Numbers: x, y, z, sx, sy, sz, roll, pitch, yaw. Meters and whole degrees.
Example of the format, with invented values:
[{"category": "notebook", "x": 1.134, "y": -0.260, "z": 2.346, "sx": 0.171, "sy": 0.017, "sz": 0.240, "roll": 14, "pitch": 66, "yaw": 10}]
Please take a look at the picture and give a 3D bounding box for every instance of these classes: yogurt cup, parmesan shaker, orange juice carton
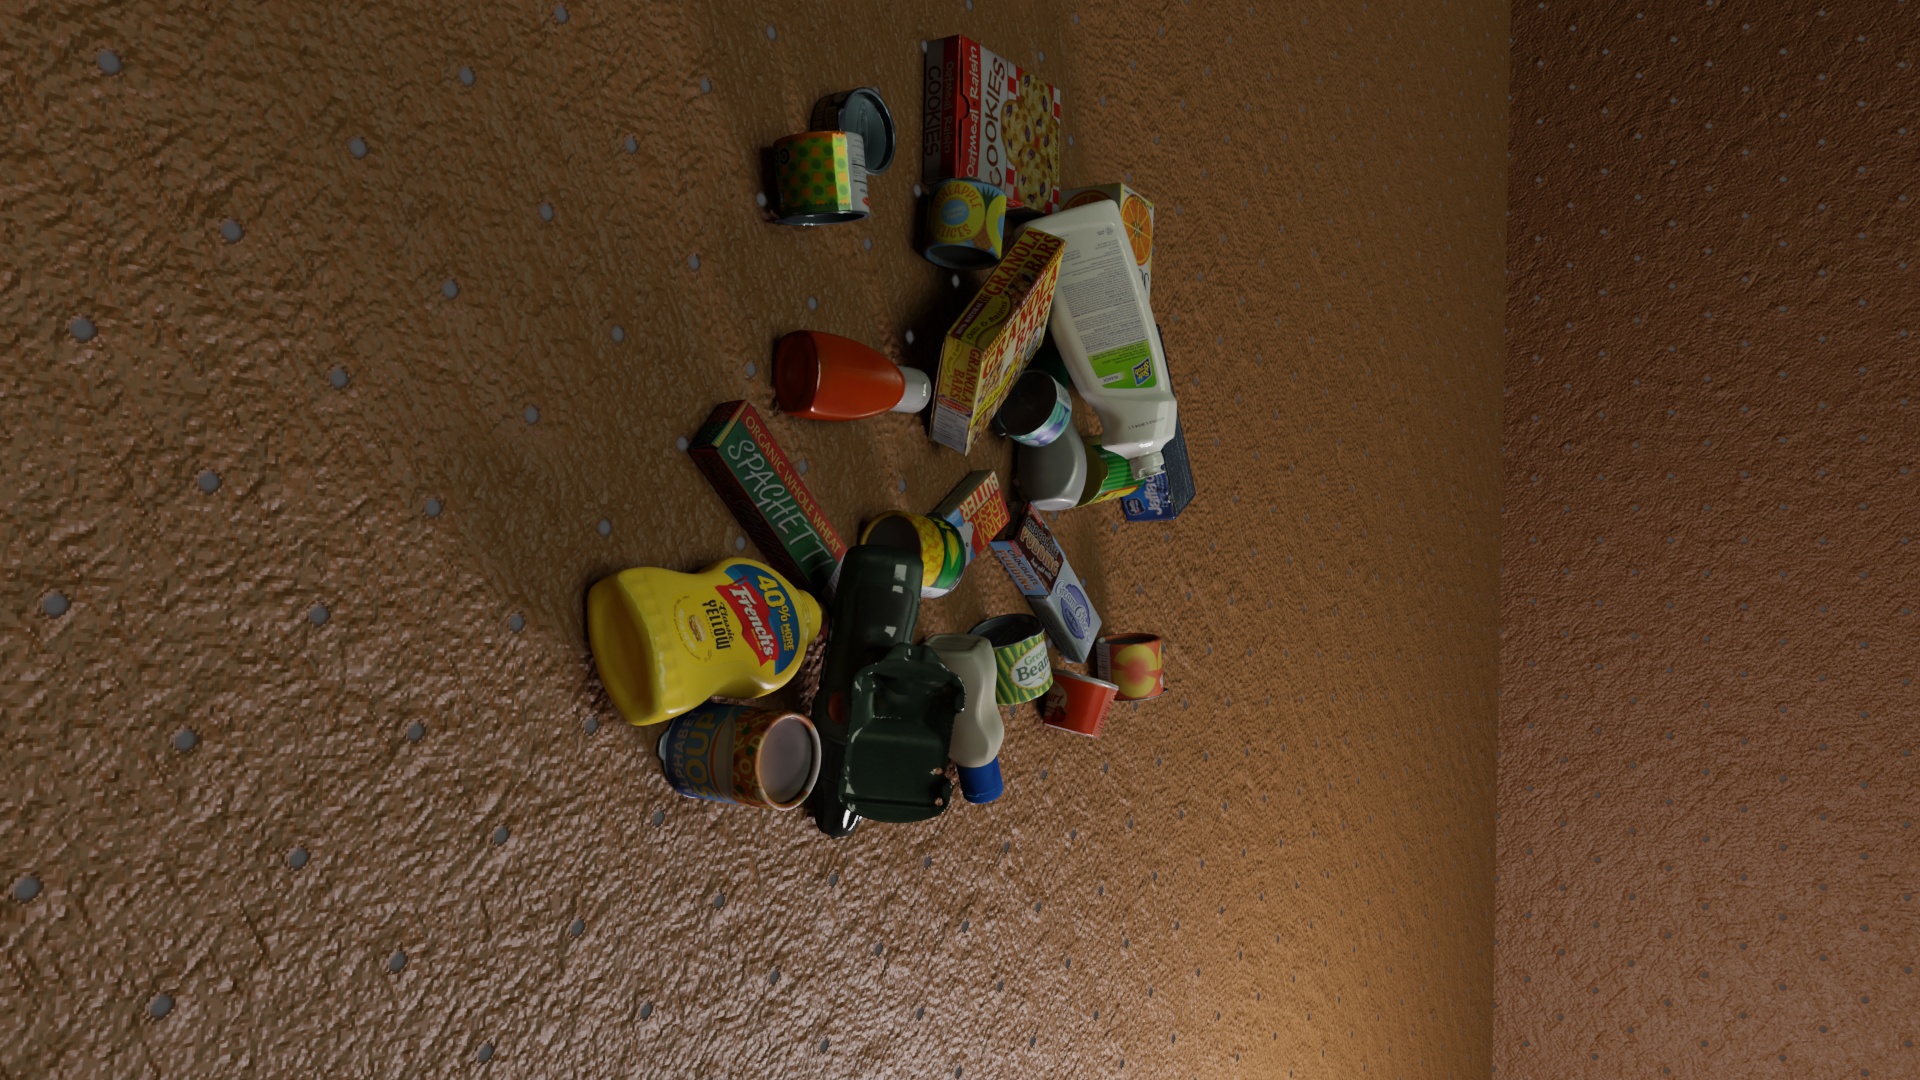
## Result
[{"category": "yogurt cup", "x": 0.112, "y": 0.156, "z": 1.324, "sx": 0.072, "sy": 0.072, "sz": 0.054, "roll": 25, "pitch": 78, "yaw": -53}, {"category": "parmesan shaker", "x": 0.136, "y": -0.070, "z": 1.353, "sx": 0.103, "sy": 0.071, "sz": 0.071, "roll": -13, "pitch": 100, "yaw": -55}, {"category": "orange juice carton", "x": 0.137, "y": -0.243, "z": 1.355, "sx": 0.072, "sy": 0.073, "sz": 0.192, "roll": 10, "pitch": 82, "yaw": -56}]

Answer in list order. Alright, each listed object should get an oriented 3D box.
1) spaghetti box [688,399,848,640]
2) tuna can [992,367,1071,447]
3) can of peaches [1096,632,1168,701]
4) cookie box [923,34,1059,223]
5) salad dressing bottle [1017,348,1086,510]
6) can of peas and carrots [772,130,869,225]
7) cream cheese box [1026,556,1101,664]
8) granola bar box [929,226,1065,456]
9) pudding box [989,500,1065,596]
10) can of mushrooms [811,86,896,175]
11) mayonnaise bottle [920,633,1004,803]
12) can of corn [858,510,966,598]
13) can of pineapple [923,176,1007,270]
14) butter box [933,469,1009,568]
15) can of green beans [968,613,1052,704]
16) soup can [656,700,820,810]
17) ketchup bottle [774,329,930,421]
[{"category": "spaghetti box", "x": -0.116, "y": 0.004, "z": 1.019, "sx": 0.249, "sy": 0.028, "sz": 0.050, "roll": 59, "pitch": 45, "yaw": -37}, {"category": "tuna can", "x": 0.063, "y": -0.117, "z": 1.254, "sx": 0.033, "sy": 0.071, "sz": 0.071, "roll": 31, "pitch": 65, "yaw": -53}, {"category": "can of peaches", "x": 0.174, "y": 0.127, "z": 1.409, "sx": 0.071, "sy": 0.071, "sz": 0.058, "roll": -13, "pitch": 100, "yaw": -55}, {"category": "cookie box", "x": 0.031, "y": -0.359, "z": 1.229, "sx": 0.168, "sy": 0.040, "sz": 0.123, "roll": 3, "pitch": 88, "yaw": -56}, {"category": "salad dressing bottle", "x": 0.084, "y": -0.104, "z": 1.290, "sx": 0.044, "sy": 0.064, "sz": 0.148, "roll": 24, "pitch": 63, "yaw": -62}, {"category": "can of peas and carrots", "x": -0.104, "y": -0.262, "z": 1.010, "sx": 0.071, "sy": 0.071, "sz": 0.058, "roll": -13, "pitch": 100, "yaw": -55}, {"category": "cream cheese box", "x": 0.101, "y": 0.068, "z": 1.342, "sx": 0.103, "sy": 0.024, "sz": 0.053, "roll": 58, "pitch": 45, "yaw": -38}, {"category": "granola bar box", "x": 0.030, "y": -0.170, "z": 1.178, "sx": 0.166, "sy": 0.039, "sz": 0.123, "roll": -57, "pitch": 167, "yaw": -39}, {"category": "pudding box", "x": 0.062, "y": 0.008, "z": 1.280, "sx": 0.083, "sy": 0.030, "sz": 0.050, "roll": 56, "pitch": 46, "yaw": -40}, {"category": "can of mushrooms", "x": -0.083, "y": -0.312, "z": 1.066, "sx": 0.071, "sy": 0.033, "sz": 0.071, "roll": -2, "pitch": 92, "yaw": -56}, {"category": "mayonnaise bottle", "x": 0.006, "y": 0.151, "z": 1.172, "sx": 0.041, "sy": 0.065, "sz": 0.147, "roll": -43, "pitch": 128, "yaw": -52}, {"category": "can of corn", "x": -0.039, "y": 0.009, "z": 1.100, "sx": 0.058, "sy": 0.071, "sz": 0.071, "roll": 12, "pitch": 80, "yaw": -55}, {"category": "can of pineapple", "x": 0.003, "y": -0.264, "z": 1.162, "sx": 0.071, "sy": 0.071, "sz": 0.058, "roll": 16, "pitch": 77, "yaw": -55}, {"category": "butter box", "x": 0.004, "y": -0.015, "z": 1.200, "sx": 0.104, "sy": 0.024, "sz": 0.053, "roll": -47, "pitch": 126, "yaw": -45}, {"category": "can of green beans", "x": 0.044, "y": 0.104, "z": 1.221, "sx": 0.071, "sy": 0.071, "sz": 0.057, "roll": -38, "pitch": 121, "yaw": -49}, {"category": "soup can", "x": -0.147, "y": 0.143, "z": 0.924, "sx": 0.071, "sy": 0.083, "sz": 0.071, "roll": 0, "pitch": 90, "yaw": -55}, {"category": "ketchup bottle", "x": -0.078, "y": -0.121, "z": 1.062, "sx": 0.149, "sy": 0.043, "sz": 0.064, "roll": 1, "pitch": 90, "yaw": -56}]
